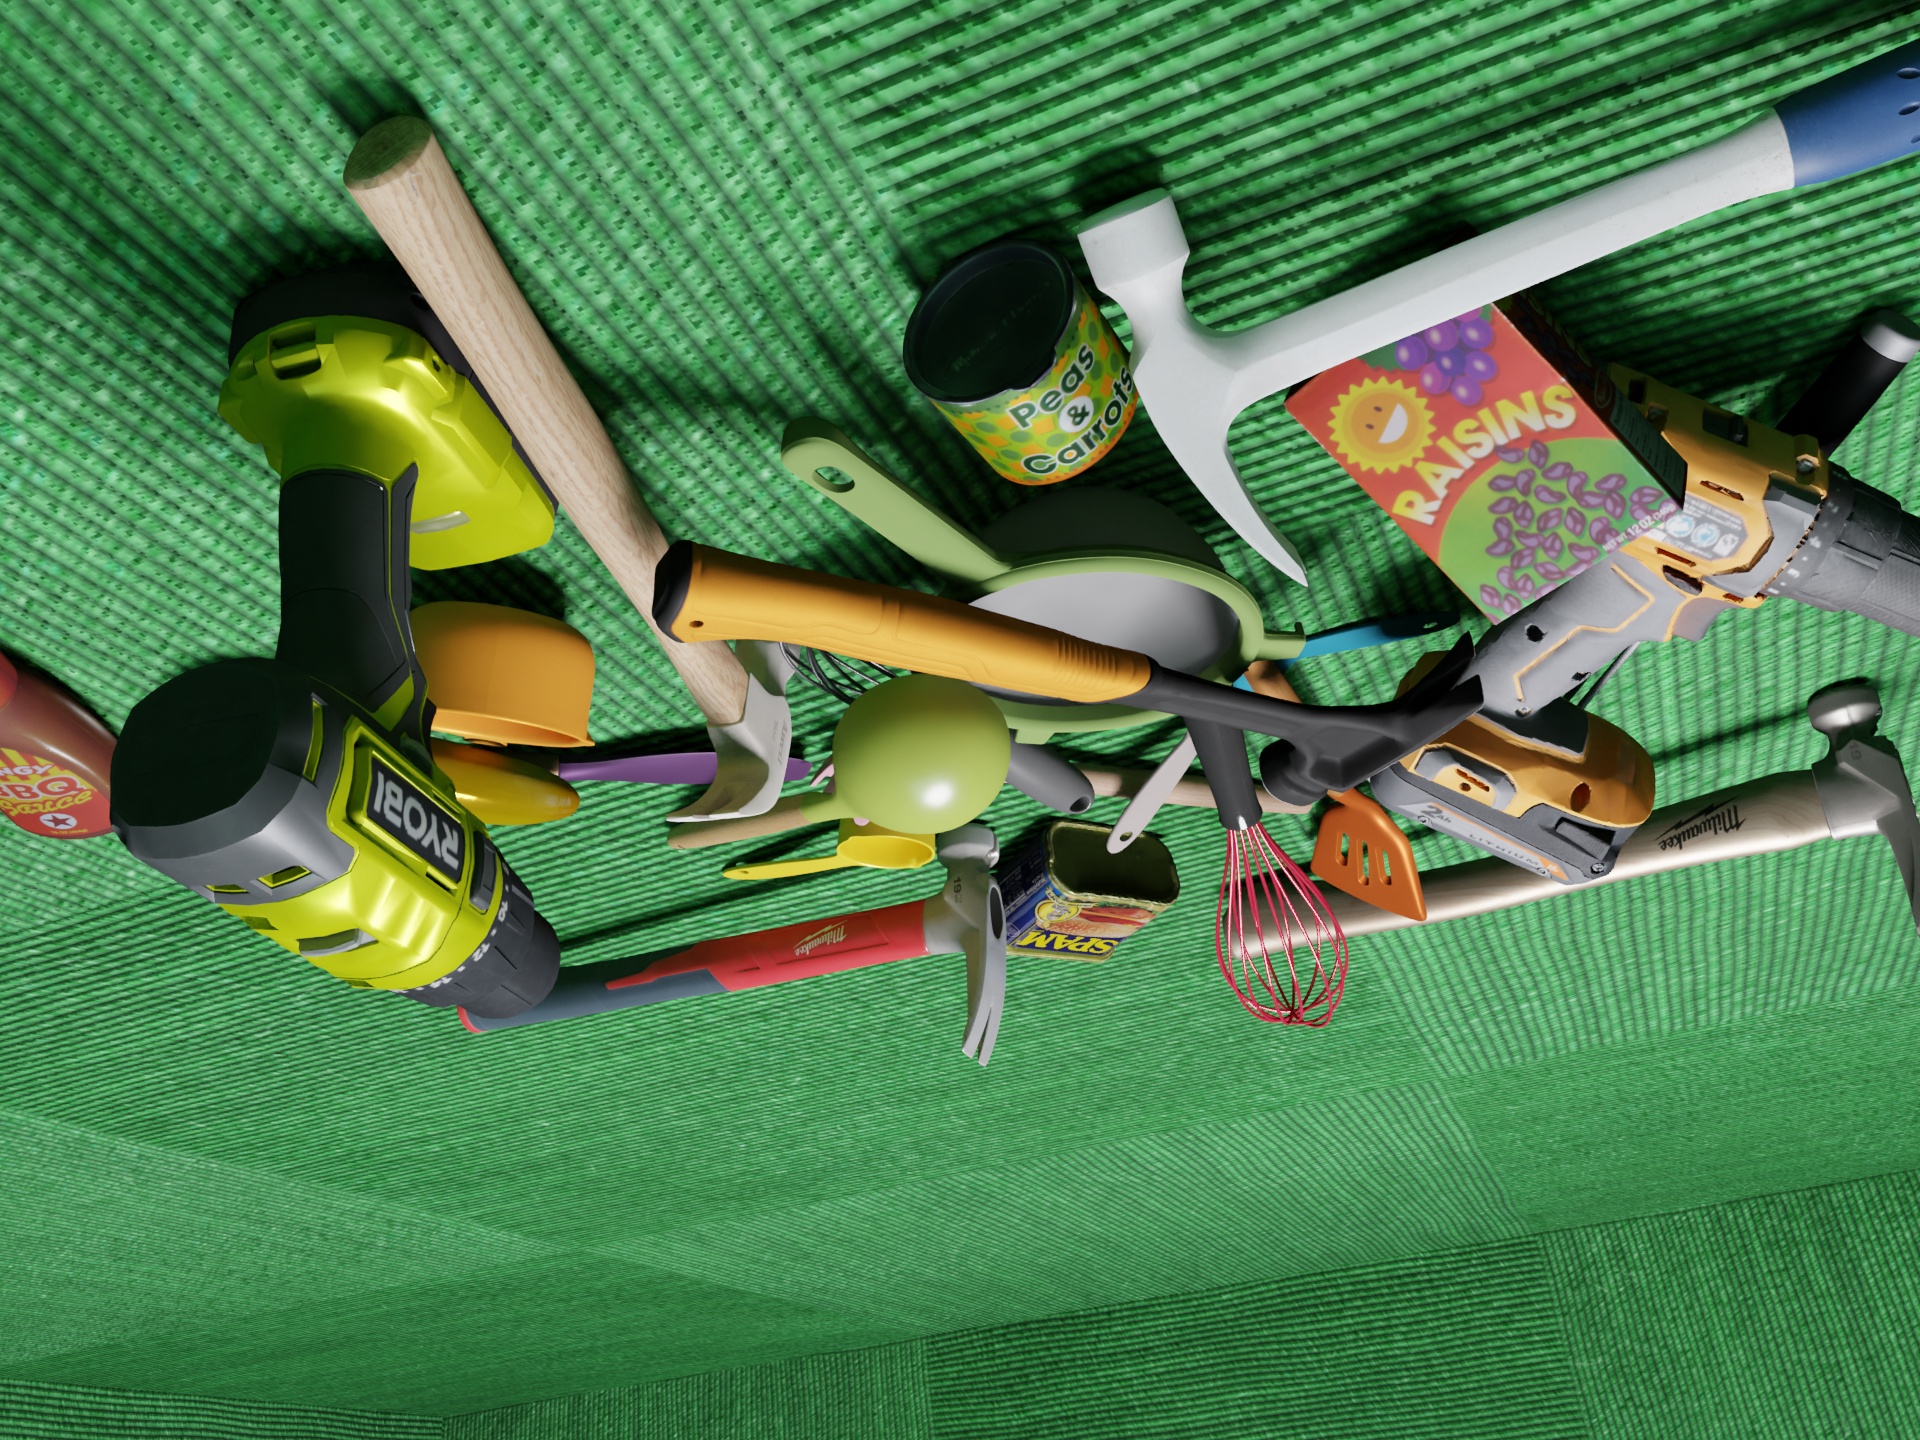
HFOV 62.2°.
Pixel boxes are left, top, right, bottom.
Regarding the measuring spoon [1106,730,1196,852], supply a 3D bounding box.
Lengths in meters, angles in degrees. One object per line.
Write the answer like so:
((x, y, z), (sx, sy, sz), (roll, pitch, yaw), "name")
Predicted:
((0.118, 0.032, 0.868), (0.034, 0.018, 0.124), (11, 125, -35), "measuring spoon")

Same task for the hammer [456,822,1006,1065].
((-0.154, 0.168, 0.995), (0.386, 0.143, 0.038), (-13, 147, 21), "hammer")

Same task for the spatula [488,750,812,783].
((-0.234, 0.024, 0.824), (0.316, 0.018, 0.059), (1, 163, -13), "spatula")

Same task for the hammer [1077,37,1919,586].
((0.251, -0.172, 0.506), (0.405, 0.035, 0.144), (-20, 107, 14), "hammer")

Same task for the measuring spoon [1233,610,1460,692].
((0.189, -0.032, 0.804), (0.128, 0.021, 0.042), (-12, 150, 14), "measuring spoon")

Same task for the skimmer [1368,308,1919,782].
((0.312, -0.062, 0.770), (0.127, 0.090, 0.363), (8, 138, -16), "skimmer")

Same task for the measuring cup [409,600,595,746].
((-0.217, -0.017, 0.737), (0.095, 0.052, 0.173), (9, 173, -15), "measuring cup")

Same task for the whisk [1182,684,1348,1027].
((0.156, 0.065, 0.856), (0.073, 0.073, 0.295), (-14, 126, 13), "whisk")

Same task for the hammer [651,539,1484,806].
((0.045, -0.024, 0.635), (0.336, 0.034, 0.127), (11, 152, -24), "hammer")

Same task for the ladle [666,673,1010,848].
((-0.080, 0.035, 0.792), (0.078, 0.062, 0.320), (29, 158, -24), "ladle")

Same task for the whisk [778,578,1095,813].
((-0.001, -0.004, 0.779), (0.055, 0.055, 0.238), (-24, 144, 28), "whisk")

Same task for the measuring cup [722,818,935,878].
((-0.082, 0.072, 0.946), (0.156, 0.029, 0.062), (-12, 153, 34), "measuring cup")

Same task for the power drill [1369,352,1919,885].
((0.296, -0.028, 0.681), (0.185, 0.084, 0.226), (24, 135, 6), "power drill")

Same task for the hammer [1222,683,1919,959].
((0.356, 0.101, 0.976), (0.410, 0.146, 0.038), (-18, 150, 29), "hammer")

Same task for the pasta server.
((0.069, 0.039, 0.894), (0.316, 0.060, 0.040), (7, 114, -28), "pasta server")

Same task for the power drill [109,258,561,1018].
((-0.188, -0.020, 0.540), (0.080, 0.229, 0.190), (-11, 150, 9), "power drill")

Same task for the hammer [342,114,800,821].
((-0.130, -0.073, 0.599), (0.031, 0.130, 0.331), (-8, 143, 13), "hammer")

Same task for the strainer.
((0.019, -0.074, 0.650), (0.151, 0.069, 0.256), (-20, 147, 32), "strainer")

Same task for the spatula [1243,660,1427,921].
((0.196, 0.034, 0.870), (0.081, 0.041, 0.322), (24, 170, 34), "spatula")
